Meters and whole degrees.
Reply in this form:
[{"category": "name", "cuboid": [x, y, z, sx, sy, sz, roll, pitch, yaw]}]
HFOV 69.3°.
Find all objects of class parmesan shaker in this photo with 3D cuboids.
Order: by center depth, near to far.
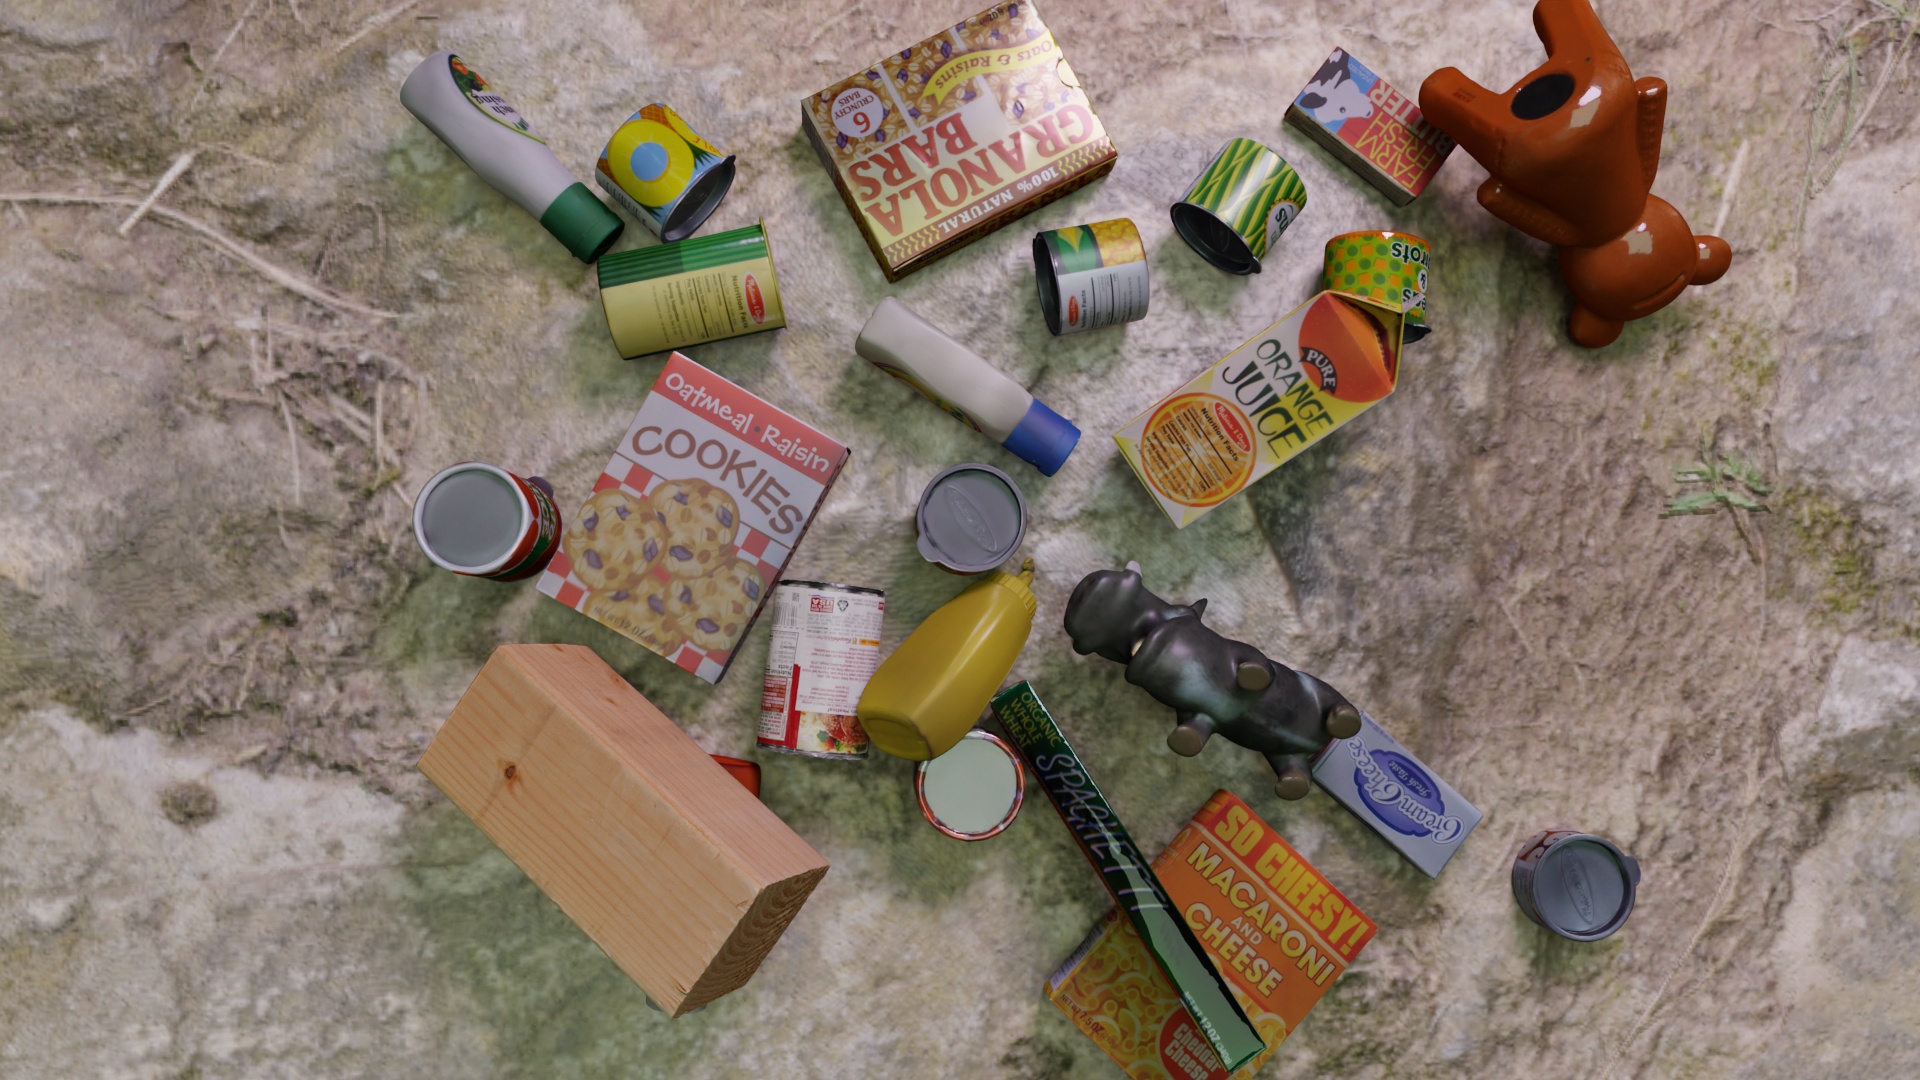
[{"category": "parmesan shaker", "cuboid": [-0.164, -0.155, 0.852, 0.103, 0.071, 0.071, -12, 86, -4]}]

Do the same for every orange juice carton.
[{"category": "orange juice carton", "cuboid": [0.194, -0.091, 0.834, 0.192, 0.072, 0.073, -35, 88, 19]}]

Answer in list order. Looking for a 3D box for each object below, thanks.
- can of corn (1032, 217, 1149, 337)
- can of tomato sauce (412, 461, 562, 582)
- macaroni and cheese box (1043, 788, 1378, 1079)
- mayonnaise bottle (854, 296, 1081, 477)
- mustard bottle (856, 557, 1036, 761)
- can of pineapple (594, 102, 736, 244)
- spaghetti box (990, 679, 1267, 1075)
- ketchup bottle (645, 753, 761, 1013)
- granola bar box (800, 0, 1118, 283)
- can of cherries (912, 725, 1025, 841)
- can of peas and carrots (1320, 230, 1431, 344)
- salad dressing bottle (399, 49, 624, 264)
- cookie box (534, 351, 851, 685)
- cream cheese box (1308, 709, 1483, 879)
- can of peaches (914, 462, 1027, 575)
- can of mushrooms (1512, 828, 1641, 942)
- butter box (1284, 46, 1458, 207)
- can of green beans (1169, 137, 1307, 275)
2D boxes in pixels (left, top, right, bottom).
[{"category": "can of corn", "cuboid": [0.081, -0.168, 0.873, 0.058, 0.071, 0.071, -11, 86, -5]}, {"category": "can of tomato sauce", "cuboid": [-0.277, -0.011, 0.824, 0.071, 0.083, 0.071, 0, 86, -4]}, {"category": "macaroni and cheese box", "cuboid": [0.152, 0.256, 0.852, 0.124, 0.040, 0.166, 43, 84, 1]}, {"category": "mayonnaise bottle", "cuboid": [0.005, -0.094, 0.864, 0.148, 0.065, 0.041, 34, 87, -4]}, {"category": "mustard bottle", "cuboid": [0.006, 0.064, 0.838, 0.161, 0.065, 0.048, -47, 125, -35]}, {"category": "can of pineapple", "cuboid": [-0.181, -0.228, 0.858, 0.058, 0.071, 0.071, 42, 84, 0]}, {"category": "spaghetti box", "cuboid": [0.095, 0.192, 0.816, 0.029, 0.050, 0.250, -33, 72, -3]}, {"category": "ketchup bottle", "cuboid": [-0.160, 0.204, 0.833, 0.065, 0.043, 0.149, 7, 85, 6]}, {"category": "granola bar box", "cuboid": [-0.001, -0.257, 0.888, 0.166, 0.039, 0.124, -28, 88, -6]}, {"category": "can of cherries", "cuboid": [0.006, 0.148, 0.842, 0.071, 0.058, 0.071, 0, 85, -4]}, {"category": "can of peas and carrots", "cuboid": [0.265, -0.160, 0.882, 0.071, 0.071, 0.059, 6, 85, -3]}, {"category": "salad dressing bottle", "cuboid": [-0.274, -0.235, 0.858, 0.147, 0.064, 0.044, 43, 103, -8]}, {"category": "cookie box", "cuboid": [-0.162, -0.014, 0.855, 0.123, 0.040, 0.167, 29, 85, -1]}, {"category": "cream cheese box", "cuboid": [0.273, 0.159, 0.877, 0.104, 0.024, 0.053, 41, 84, 0]}, {"category": "can of peaches", "cuboid": [0.003, -0.011, 0.857, 0.071, 0.058, 0.071, 0, 86, -4]}, {"category": "can of mushrooms", "cuboid": [0.388, 0.216, 0.876, 0.071, 0.033, 0.071, 0, 84, -4]}, {"category": "butter box", "cuboid": [0.271, -0.272, 0.915, 0.103, 0.024, 0.053, 38, 84, 0]}, {"category": "can of green beans", "cuboid": [0.177, -0.212, 0.883, 0.071, 0.071, 0.058, 40, 83, 0]}]
